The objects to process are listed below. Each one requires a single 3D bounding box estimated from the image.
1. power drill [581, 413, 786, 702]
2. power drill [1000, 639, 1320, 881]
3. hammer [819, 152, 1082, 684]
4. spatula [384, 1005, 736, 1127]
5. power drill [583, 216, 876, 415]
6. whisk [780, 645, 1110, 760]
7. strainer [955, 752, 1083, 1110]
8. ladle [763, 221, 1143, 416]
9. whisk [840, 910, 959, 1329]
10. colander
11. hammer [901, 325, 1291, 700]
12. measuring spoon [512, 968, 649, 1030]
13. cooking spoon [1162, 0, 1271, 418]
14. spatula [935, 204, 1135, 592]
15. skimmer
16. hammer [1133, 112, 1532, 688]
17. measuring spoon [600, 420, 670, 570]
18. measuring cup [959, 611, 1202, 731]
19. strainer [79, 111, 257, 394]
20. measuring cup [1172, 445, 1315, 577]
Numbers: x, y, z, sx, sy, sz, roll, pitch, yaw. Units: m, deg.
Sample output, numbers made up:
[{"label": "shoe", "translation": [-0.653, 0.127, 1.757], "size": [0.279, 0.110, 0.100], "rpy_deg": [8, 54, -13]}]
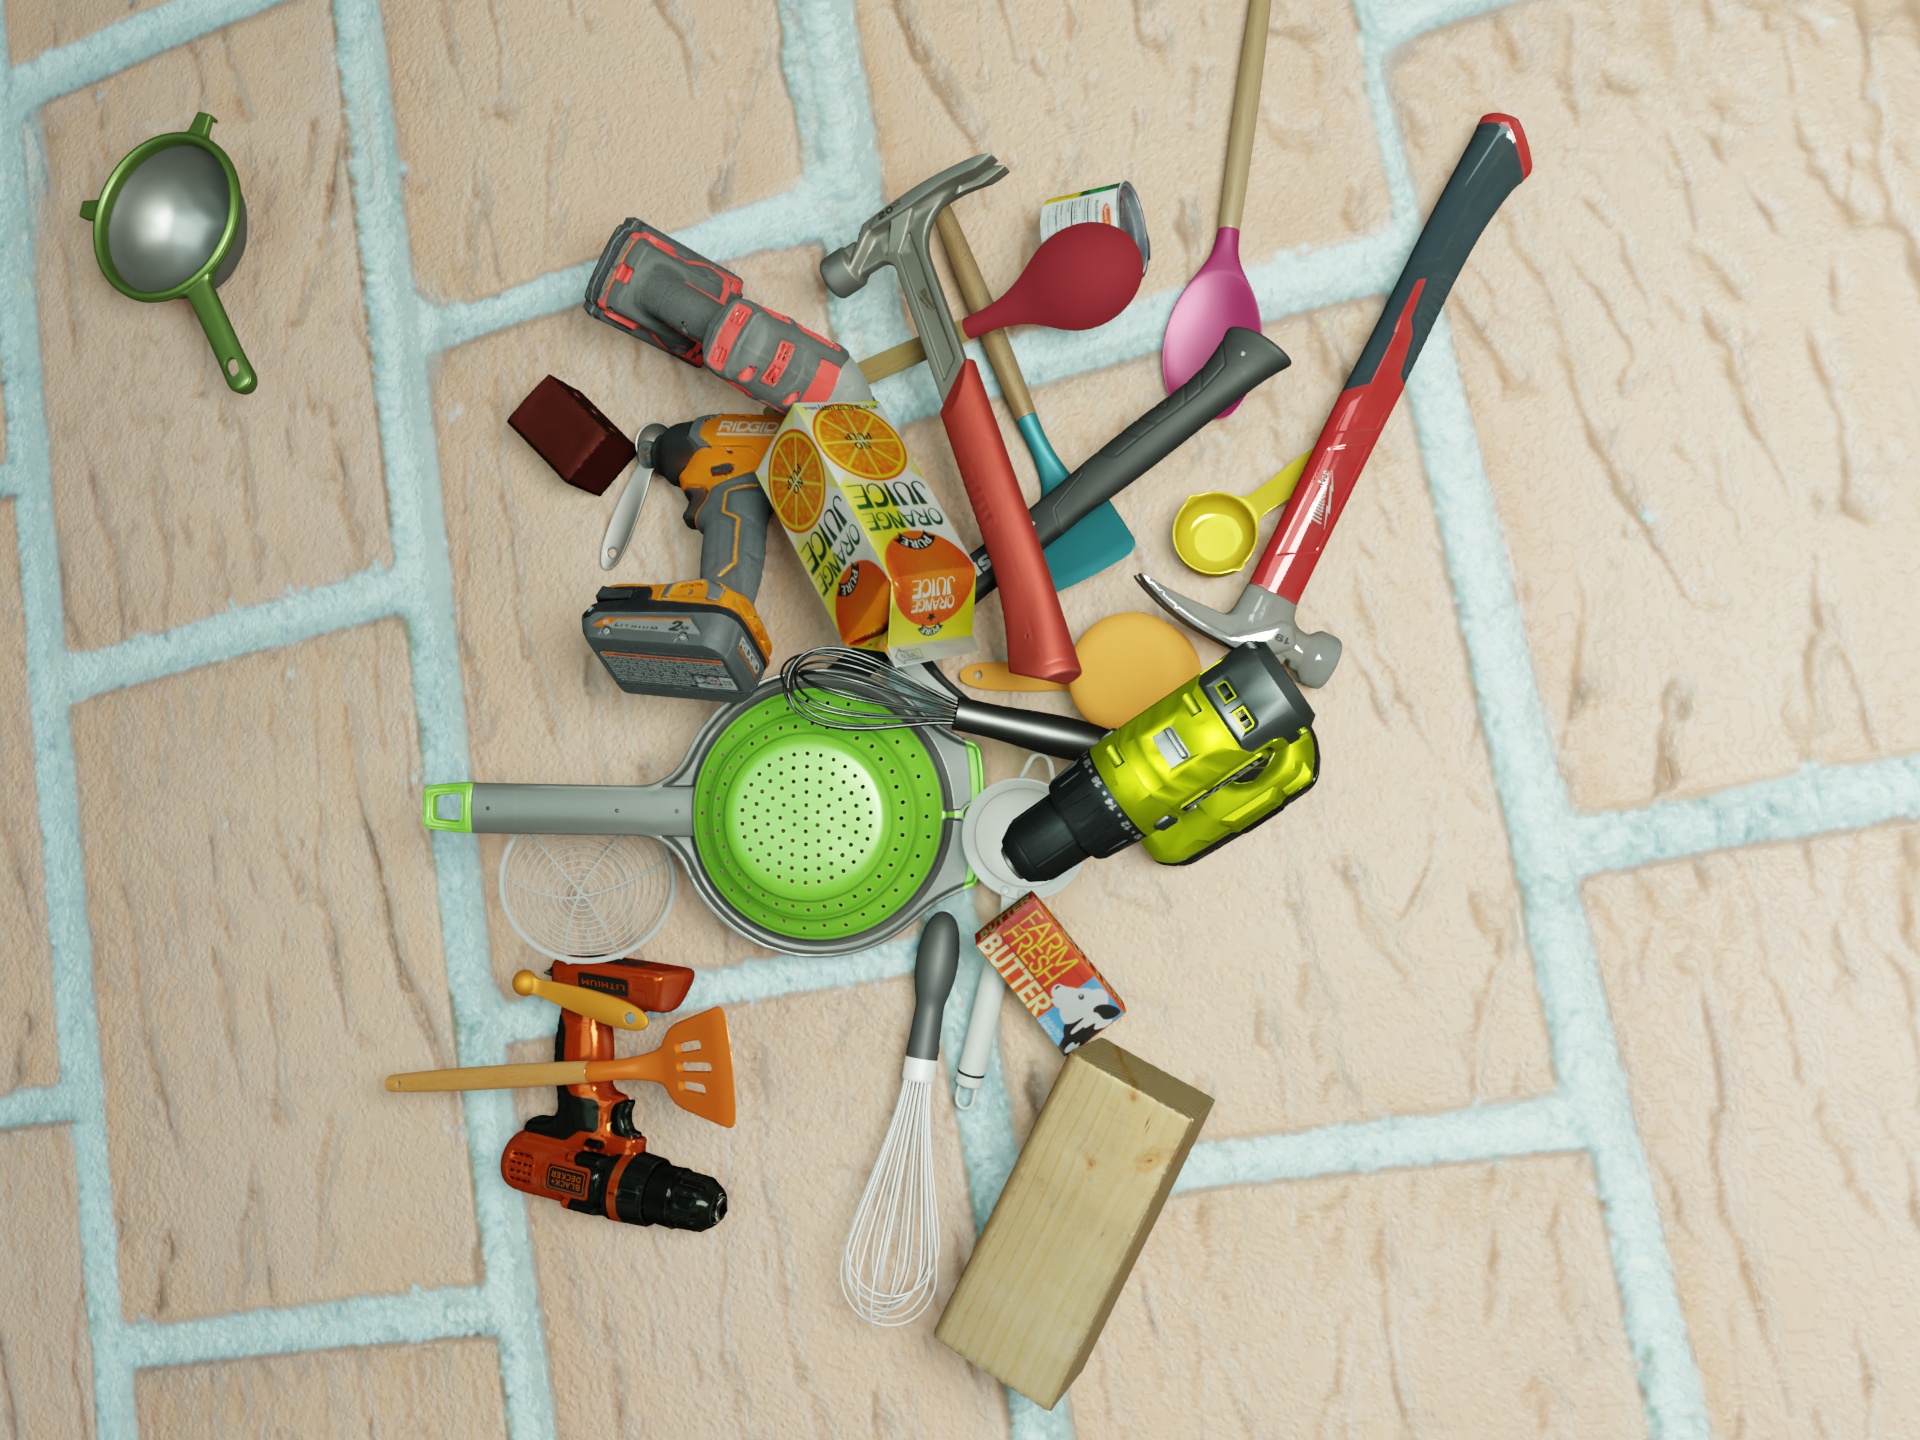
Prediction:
[{"label": "power drill", "translation": [-0.186, -0.128, 1.142], "size": [0.164, 0.084, 0.227], "rpy_deg": [5, 58, 19]}, {"label": "power drill", "translation": [0.131, 0.037, 0.972], "size": [0.190, 0.228, 0.080], "rpy_deg": [-35, 75, 12]}, {"label": "hammer", "translation": [0.017, -0.194, 1.059], "size": [0.149, 0.036, 0.359], "rpy_deg": [-26, 73, 25]}, {"label": "spatula", "translation": [-0.289, 0.252, 1.134], "size": [0.322, 0.041, 0.081], "rpy_deg": [-9, 84, 23]}, {"label": "power drill", "translation": [-0.159, -0.274, 1.135], "size": [0.220, 0.143, 0.078], "rpy_deg": [37, 102, 38]}, {"label": "whisk", "translation": [-0.002, -0.003, 1.043], "size": [0.239, 0.055, 0.055], "rpy_deg": [12, 89, -5]}, {"label": "strainer", "translation": [0.030, 0.145, 1.097], "size": [0.087, 0.050, 0.258], "rpy_deg": [14, 95, 11]}, {"label": "ladle", "translation": [-0.017, -0.270, 1.130], "size": [0.315, 0.031, 0.069], "rpy_deg": [-16, 98, 30]}, {"label": "whisk", "translation": [-0.033, 0.274, 1.100], "size": [0.070, 0.070, 0.285], "rpy_deg": [6, 81, 19]}, {"label": "colander", "translation": [-0.181, 0.063, 1.086], "size": [0.397, 0.094, 0.204], "rpy_deg": [1, 89, 1]}, {"label": "hammer", "translation": [0.078, -0.143, 1.068], "size": [0.334, 0.035, 0.146], "rpy_deg": [-37, 70, 16]}, {"label": "measuring spoon", "translation": [-0.276, 0.203, 1.146], "size": [0.117, 0.011, 0.021], "rpy_deg": [13, 91, 20]}, {"label": "cooking spoon", "translation": [0.190, -0.365, 1.105], "size": [0.069, 0.017, 0.319], "rpy_deg": [7, 87, 18]}, {"label": "spatula", "translation": [0.035, -0.240, 1.127], "size": [0.082, 0.044, 0.318], "rpy_deg": [-25, 79, 20]}, {"label": "skimmer", "translation": [-0.174, 0.036, 1.148], "size": [0.363, 0.090, 0.127], "rpy_deg": [-39, 83, 10]}, {"label": "hammer", "translation": [0.256, -0.223, 1.039], "size": [0.143, 0.038, 0.386], "rpy_deg": [26, 90, -4]}, {"label": "measuring spoon", "translation": [-0.252, -0.174, 1.240], "size": [0.034, 0.018, 0.124], "rpy_deg": [27, 100, 12]}, {"label": "measuring cup", "translation": [0.076, -0.032, 1.091], "size": [0.173, 0.052, 0.095], "rpy_deg": [2, 85, 17]}, {"label": "strainer", "translation": [-0.640, -0.378, 1.360], "size": [0.151, 0.069, 0.256], "rpy_deg": [-31, 76, 11]}, {"label": "measuring cup", "translation": [0.213, -0.152, 1.077], "size": [0.156, 0.029, 0.062], "rpy_deg": [-34, 80, 0]}]
